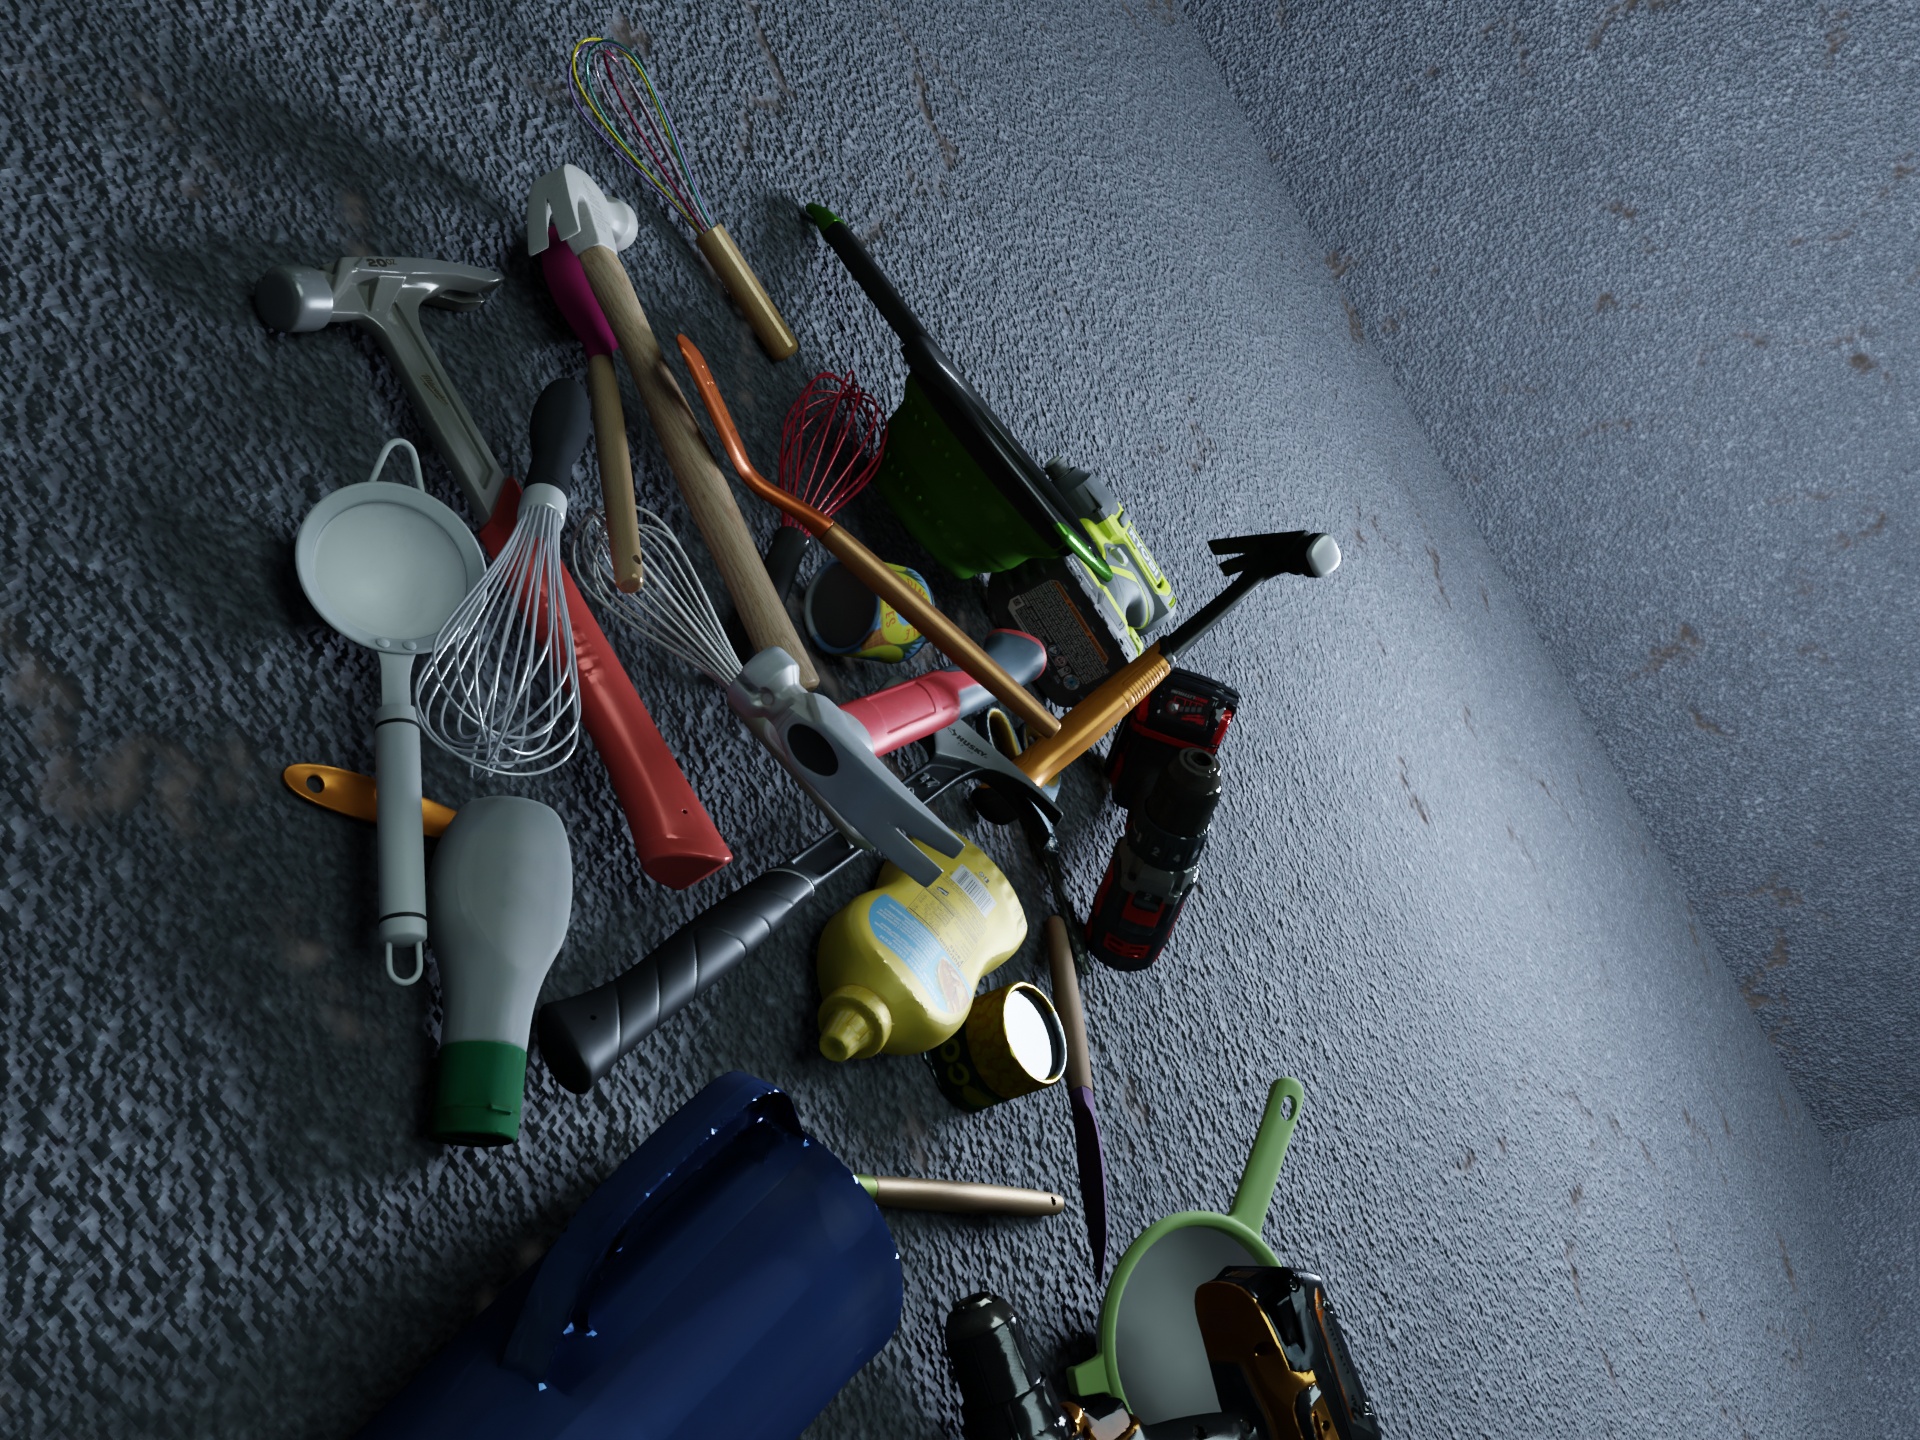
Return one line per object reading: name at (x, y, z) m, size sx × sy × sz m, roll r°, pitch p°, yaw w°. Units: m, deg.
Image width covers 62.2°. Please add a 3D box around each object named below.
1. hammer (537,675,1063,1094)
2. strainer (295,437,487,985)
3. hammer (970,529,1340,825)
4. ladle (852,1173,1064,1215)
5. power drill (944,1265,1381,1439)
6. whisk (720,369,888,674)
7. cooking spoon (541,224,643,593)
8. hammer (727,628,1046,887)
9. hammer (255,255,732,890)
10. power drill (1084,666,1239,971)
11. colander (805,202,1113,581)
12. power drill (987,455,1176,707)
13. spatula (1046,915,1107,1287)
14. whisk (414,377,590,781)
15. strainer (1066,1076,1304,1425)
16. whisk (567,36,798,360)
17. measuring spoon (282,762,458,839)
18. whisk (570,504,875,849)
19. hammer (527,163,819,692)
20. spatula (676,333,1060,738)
hammer at (-0.081, 0.087, 0.874) m, size 0.149 × 0.036 × 0.409 m, roll 34°, pitch 33°, yaw 14°
strainer at (-0.253, -0.006, 0.708) m, size 0.086 × 0.050 × 0.259 m, roll 7°, pitch 60°, yaw -34°
hammer at (0.131, -0.037, 1.166) m, size 0.337 × 0.127 × 0.034 m, roll -40°, pitch 112°, yaw -24°
ladle at (-0.024, 0.251, 0.857) m, size 0.319 × 0.062 × 0.078 m, roll 25°, pitch 47°, yaw -50°
power drill at (0.103, 0.372, 0.869) m, size 0.226 × 0.084 × 0.185 m, roll -17°, pitch 81°, yaw -30°
whisk at (-0.103, -0.128, 1.024) m, size 0.073 × 0.073 × 0.296 m, roll 44°, pitch 41°, yaw -29°
cooking spoon at (-0.203, -0.188, 0.908) m, size 0.068 × 0.017 × 0.319 m, roll 31°, pitch 32°, yaw -43°
hammer at (-0.002, -0.003, 0.962) m, size 0.143 × 0.038 × 0.386 m, roll 44°, pitch 19°, yaw 7°
hammer at (-0.213, -0.079, 0.814) m, size 0.359 × 0.036 × 0.149 m, roll 60°, pitch 31°, yaw 4°
power drill at (0.152, 0.050, 1.165) m, size 0.080 × 0.187 × 0.227 m, roll 18°, pitch 38°, yaw 1°
colander at (-0.040, -0.232, 1.184) m, size 0.397 × 0.094 × 0.204 m, roll 56°, pitch 12°, yaw 24°
power drill at (0.101, -0.119, 1.315) m, size 0.171 × 0.080 × 0.223 m, roll 56°, pitch 27°, yaw -13°
spatula at (0.072, 0.211, 0.977) m, size 0.316 × 0.018 × 0.059 m, roll -94°, pitch -174°, yaw -64°
whisk at (-0.200, -0.079, 0.748) m, size 0.070 × 0.070 × 0.285 m, roll 40°, pitch 30°, yaw -34°
strainer at (0.153, 0.339, 0.998) m, size 0.151 × 0.069 × 0.256 m, roll 38°, pitch 57°, yaw -15°
whisk at (-0.184, -0.358, 1.094) m, size 0.244 × 0.051 × 0.047 m, roll 56°, pitch 25°, yaw -18°
measuring spoon at (-0.251, 0.043, 0.717) m, size 0.116 × 0.011 × 0.021 m, roll 26°, pitch 50°, yaw -41°
whisk at (-0.125, -0.024, 0.877) m, size 0.246 × 0.058 × 0.059 m, roll 48°, pitch -11°, yaw 0°
hammer at (-0.162, -0.165, 0.912) m, size 0.331 × 0.031 × 0.130 m, roll 65°, pitch 11°, yaw 1°
spatula at (-0.055, -0.103, 0.946) m, size 0.322 × 0.041 × 0.081 m, roll 41°, pitch 6°, yaw -11°
